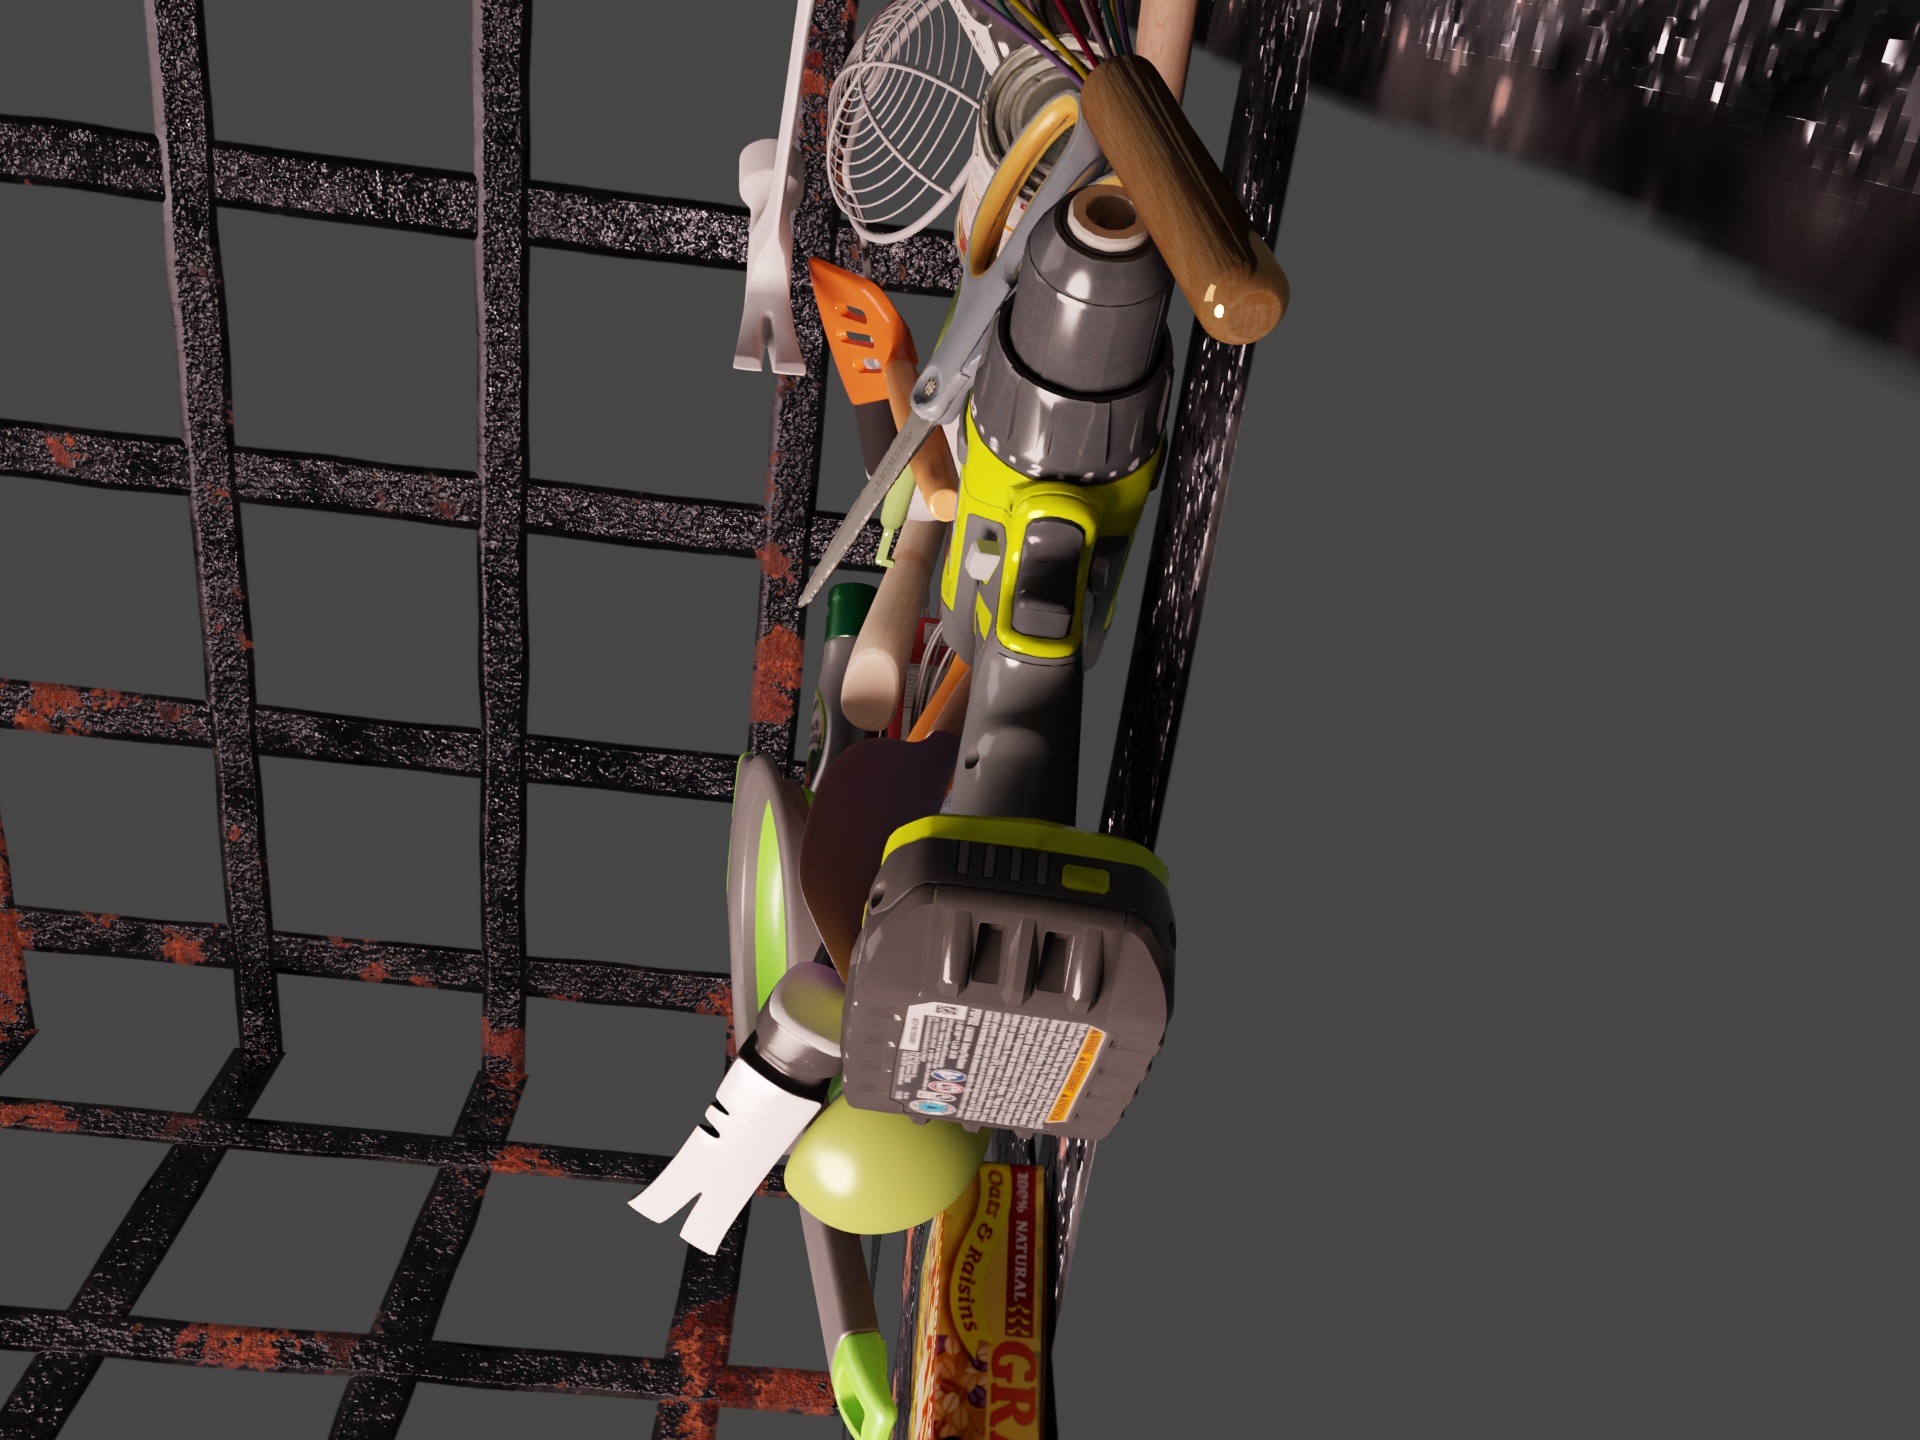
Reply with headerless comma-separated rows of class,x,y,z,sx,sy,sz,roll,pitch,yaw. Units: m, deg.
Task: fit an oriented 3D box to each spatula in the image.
spatula,-0.001,-0.002,0.599,0.059,0.018,0.316,68,-158,-16
spatula,-0.033,-0.142,0.698,0.323,0.041,0.081,-106,-1,-63

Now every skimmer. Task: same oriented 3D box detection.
skimmer,-0.019,-0.231,0.854,0.363,0.090,0.127,90,177,-66

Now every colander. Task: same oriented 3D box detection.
colander,-0.043,0.163,0.765,0.398,0.094,0.204,-113,28,-54

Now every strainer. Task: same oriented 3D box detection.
strainer,0.025,-0.203,0.875,0.151,0.069,0.257,113,176,-53

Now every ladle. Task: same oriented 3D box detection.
ladle,-0.002,0.067,0.631,0.320,0.062,0.078,-75,9,-55

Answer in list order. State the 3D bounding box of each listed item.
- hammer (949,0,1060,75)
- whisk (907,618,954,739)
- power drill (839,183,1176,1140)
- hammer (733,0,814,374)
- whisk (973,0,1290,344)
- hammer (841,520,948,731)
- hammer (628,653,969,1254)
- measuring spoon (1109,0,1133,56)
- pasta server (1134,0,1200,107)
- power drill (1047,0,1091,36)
hammer,0.022,-0.309,0.514,0.146,0.035,0.335,60,176,-1
whisk,-0.025,0.027,0.885,0.055,0.055,0.239,-90,24,-61
power drill,0.022,-0.015,0.452,0.190,0.080,0.229,100,178,-59
hammer,-0.058,-0.297,0.633,0.405,0.035,0.144,119,152,-65
whisk,0.040,-0.180,0.425,0.051,0.047,0.245,-45,43,30
hammer,-0.008,-0.161,0.989,0.146,0.038,0.411,99,-175,-55
hammer,-0.029,0.051,0.628,0.127,0.034,0.337,-57,3,34
measuring spoon,0.062,-0.239,0.526,0.034,0.018,0.124,100,-176,-61
pasta server,0.075,-0.262,0.441,0.316,0.040,0.060,94,179,-49
power drill,0.050,-0.399,0.679,0.227,0.080,0.188,-89,6,-83
